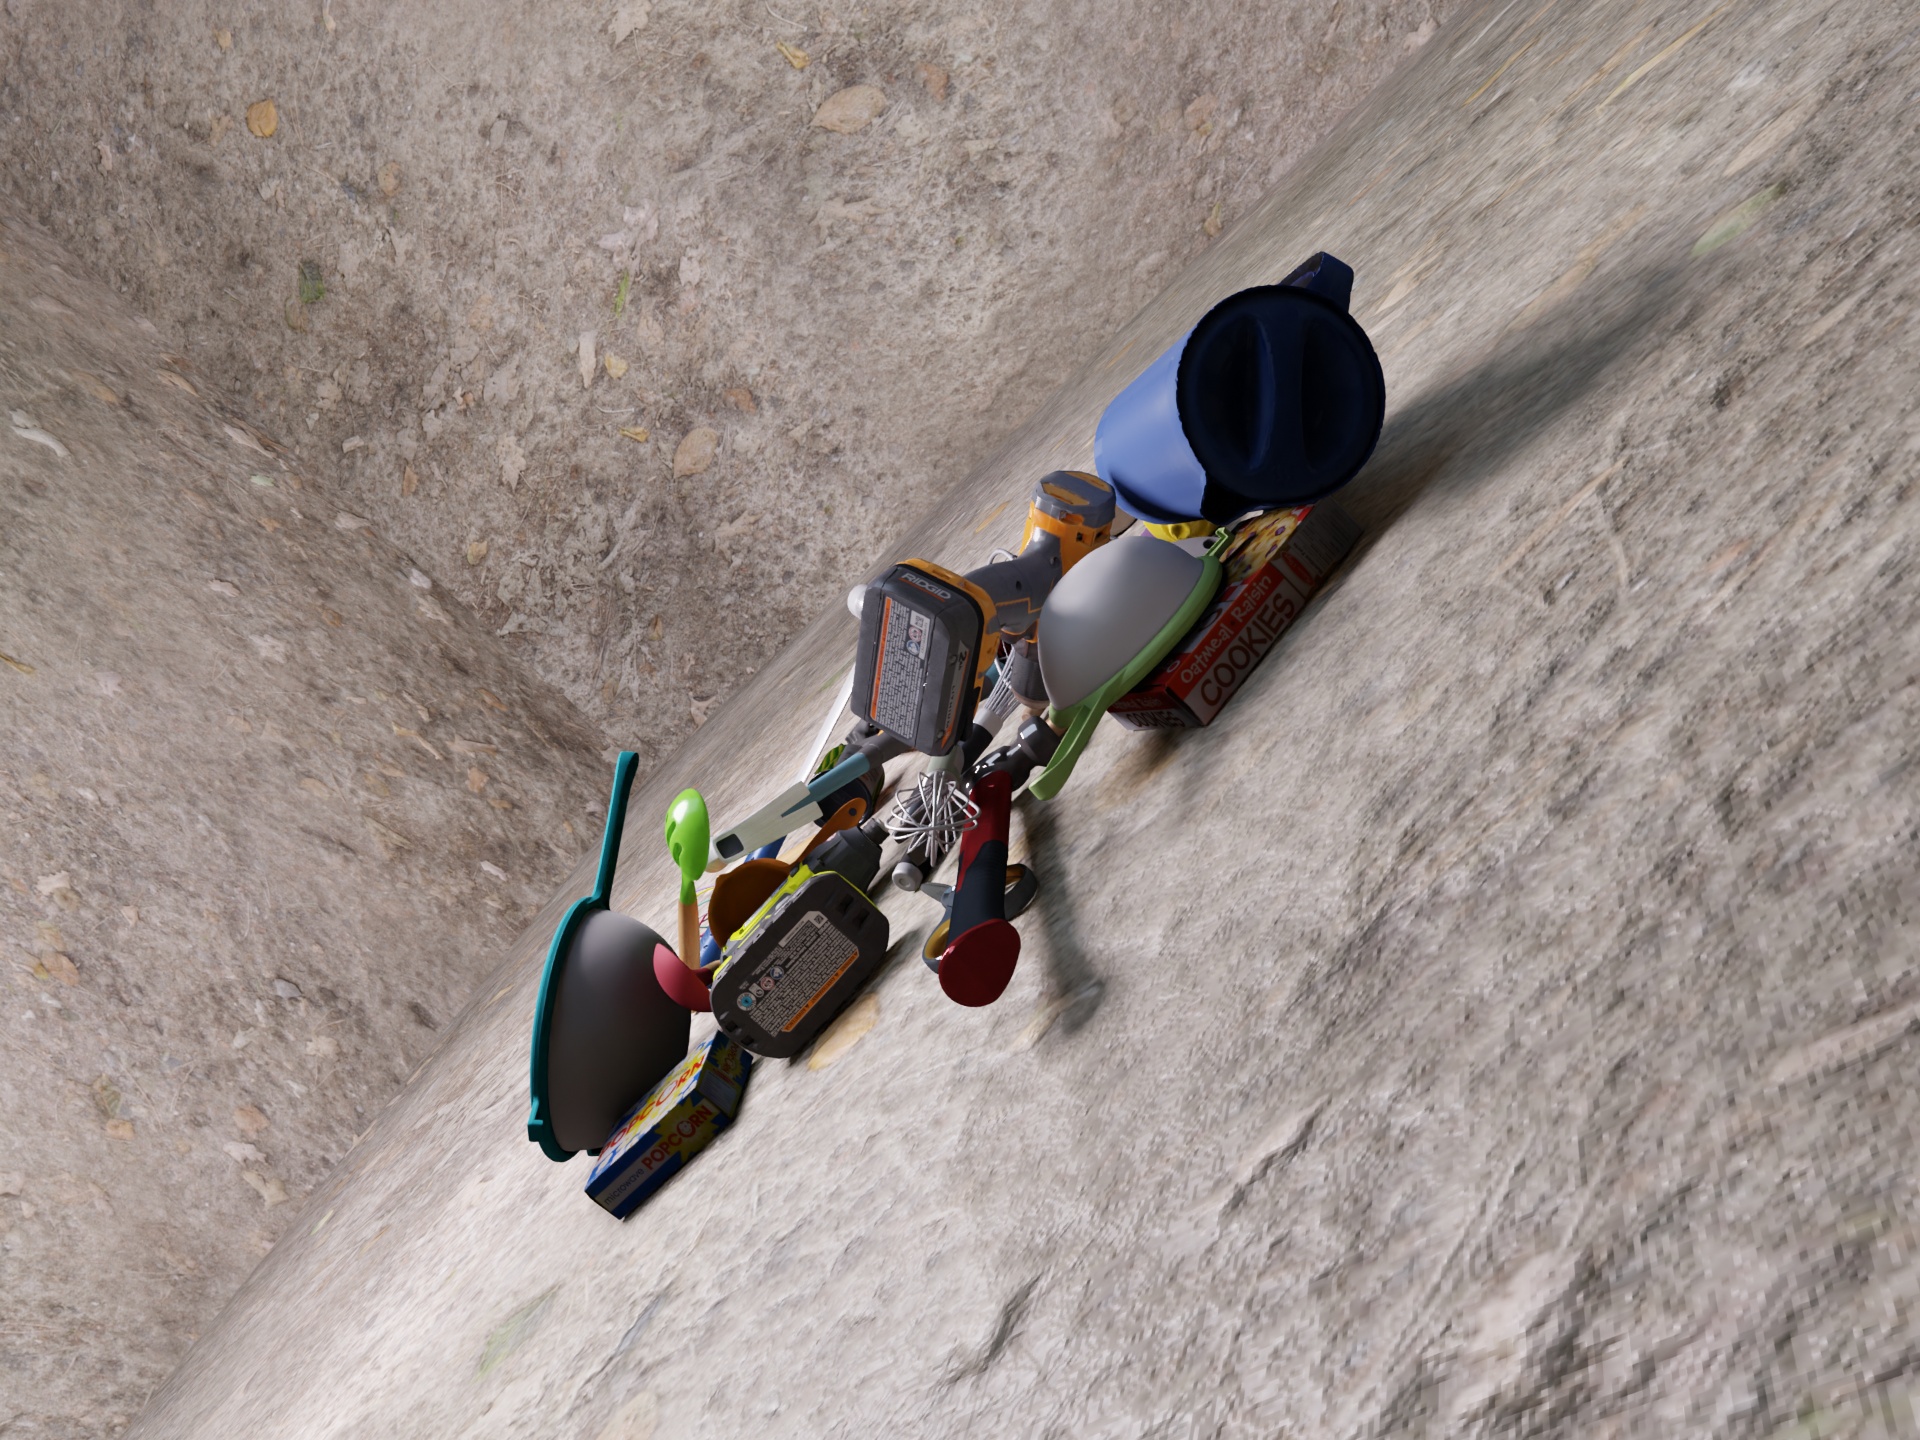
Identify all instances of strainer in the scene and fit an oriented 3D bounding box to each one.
[{"bbox_3d":[0.075,-0.043,0.991,0.151,0.069,0.256,-39,10,38],"label":"strainer"},{"bbox_3d":[-0.264,0.191,1.305,0.211,0.095,0.341,84,-169,-71],"label":"strainer"}]

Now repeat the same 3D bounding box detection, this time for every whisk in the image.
[{"bbox_3d":[-0.013,0.045,1.052,0.059,0.058,0.246,-7,9,4],"label":"whisk"},{"bbox_3d":[0.151,-0.129,1.283,0.055,0.055,0.239,-49,20,-15],"label":"whisk"},{"bbox_3d":[0.038,-0.022,1.239,0.285,0.070,0.070,-53,13,-22],"label":"whisk"},{"bbox_3d":[-0.212,0.173,1.626,0.245,0.051,0.047,-33,38,38],"label":"whisk"}]

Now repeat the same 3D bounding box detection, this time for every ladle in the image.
[{"bbox_3d":[-0.207,0.209,1.315,0.031,0.069,0.315,-44,-4,-4],"label":"ladle"}]

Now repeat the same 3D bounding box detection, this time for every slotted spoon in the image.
[{"bbox_3d":[-0.233,0.168,1.363,0.031,0.070,0.313,-15,-36,-20],"label":"slotted spoon"}]

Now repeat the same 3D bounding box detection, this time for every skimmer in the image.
[{"bbox_3d":[-0.002,-0.004,1.319,0.127,0.090,0.363,99,-164,-46],"label":"skimmer"}]

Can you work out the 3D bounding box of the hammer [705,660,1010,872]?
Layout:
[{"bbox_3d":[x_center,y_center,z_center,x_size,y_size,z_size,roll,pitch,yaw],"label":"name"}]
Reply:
[{"bbox_3d":[-0.078,0.031,1.386,0.331,0.033,0.128,-33,3,-36],"label":"hammer"}]

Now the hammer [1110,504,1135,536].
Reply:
[{"bbox_3d":[0.076,-0.169,1.763,0.146,0.038,0.410,-52,12,-32],"label":"hammer"}]

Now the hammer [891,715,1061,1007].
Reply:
[{"bbox_3d":[0.002,0.094,0.990,0.143,0.038,0.386,-39,9,11],"label":"hammer"}]

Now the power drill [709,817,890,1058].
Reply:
[{"bbox_3d":[-0.115,0.156,1.210,0.171,0.080,0.223,-47,8,3],"label":"power drill"}]

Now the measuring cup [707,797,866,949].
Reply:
[{"bbox_3d":[-0.139,0.129,1.348,0.173,0.095,0.052,-48,2,1],"label":"measuring cup"}]

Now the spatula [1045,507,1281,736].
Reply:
[{"bbox_3d":[0.148,-0.084,1.162,0.317,0.044,0.082,-44,14,16],"label":"spatula"}]

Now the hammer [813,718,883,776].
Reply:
[{"bbox_3d":[-0.066,0.014,1.643,0.127,0.034,0.337,-51,12,-16],"label":"hammer"}]

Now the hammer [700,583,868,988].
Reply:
[{"bbox_3d":[-0.153,0.067,1.483,0.405,0.035,0.144,-62,27,4],"label":"hammer"}]

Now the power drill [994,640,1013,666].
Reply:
[{"bbox_3d":[0.022,-0.094,1.600,0.143,0.078,0.220,-50,14,-18],"label":"power drill"}]

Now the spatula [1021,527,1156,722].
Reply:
[{"bbox_3d":[0.126,-0.101,1.371,0.060,0.018,0.316,-27,21,48],"label":"spatula"}]

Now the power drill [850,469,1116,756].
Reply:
[{"bbox_3d":[0.022,-0.057,1.100,0.226,0.084,0.185,-36,-35,-45],"label":"power drill"}]
